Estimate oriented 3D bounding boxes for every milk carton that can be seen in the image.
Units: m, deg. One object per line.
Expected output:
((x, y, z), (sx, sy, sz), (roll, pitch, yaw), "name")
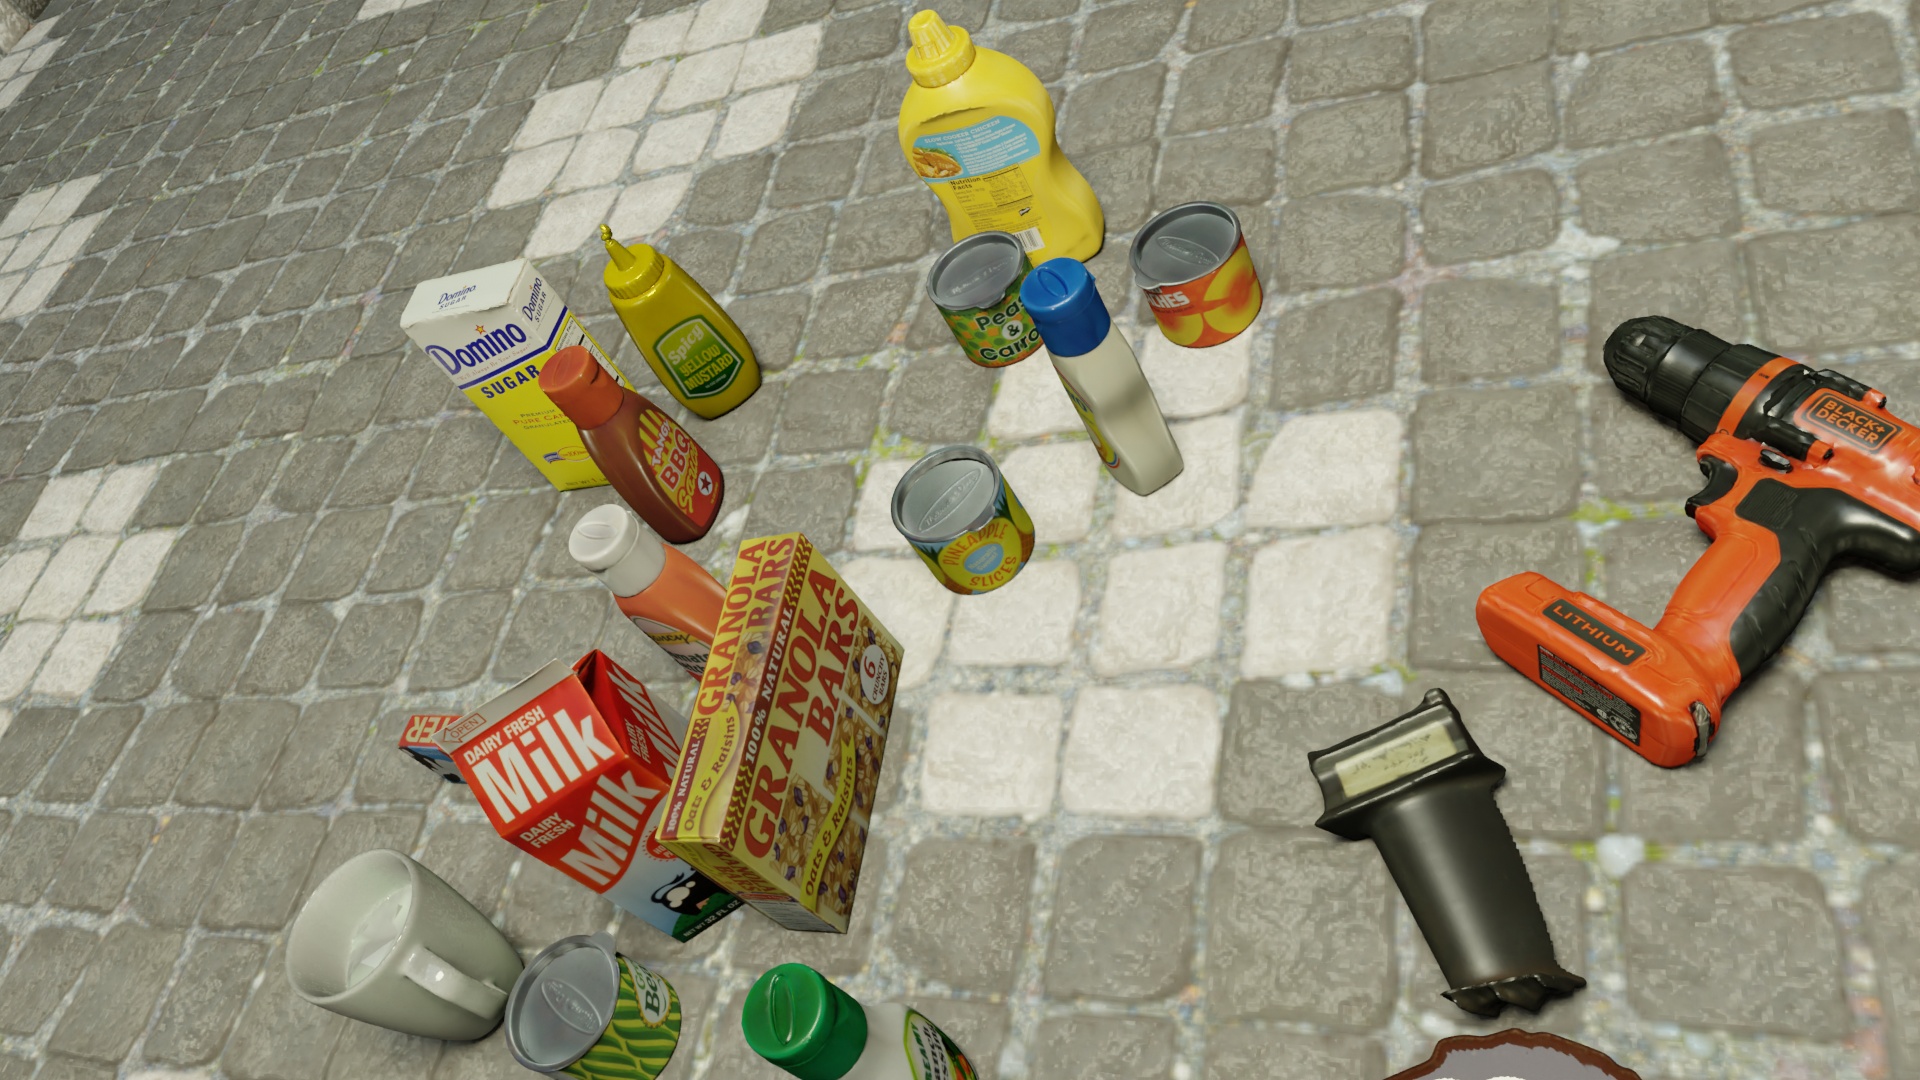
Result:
((-0.170, 0.122, 0.689), (0.072, 0.190, 0.074), (-33, 47, 3), "milk carton")

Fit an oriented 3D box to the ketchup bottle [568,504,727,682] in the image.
((-0.159, 0.034, 0.777), (0.064, 0.148, 0.044), (4, 59, 31), "ketchup bottle")

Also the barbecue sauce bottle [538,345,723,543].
((-0.206, -0.062, 0.874), (0.043, 0.148, 0.065), (-8, 53, 23), "barbecue sauce bottle")

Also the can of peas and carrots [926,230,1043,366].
((0.021, -0.151, 0.880), (0.071, 0.058, 0.071), (-14, 51, 19), "can of peas and carrots")

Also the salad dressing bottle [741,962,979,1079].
((-0.038, 0.217, 0.576), (0.044, 0.147, 0.064), (-23, 49, 12), "salad dressing bottle")

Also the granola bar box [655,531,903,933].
((-0.086, 0.098, 0.706), (0.039, 0.123, 0.166), (-6, 54, 25), "granola bar box")

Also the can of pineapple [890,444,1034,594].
((0.003, -0.010, 0.784), (0.071, 0.057, 0.071), (-14, 51, 19), "can of pineapple")

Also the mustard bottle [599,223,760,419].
((-0.195, -0.149, 0.925), (0.065, 0.159, 0.049), (-36, 47, 1), "mustard bottle")

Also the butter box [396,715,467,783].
((-0.282, 0.127, 0.838), (0.103, 0.053, 0.024), (-3, 56, 27), "butter box")

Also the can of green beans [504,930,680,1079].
((-0.183, 0.240, 0.697), (0.071, 0.057, 0.071), (-14, 51, 19), "can of green beans")

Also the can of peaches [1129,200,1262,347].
((0.138, -0.155, 0.820), (0.071, 0.058, 0.071), (-14, 51, 19), "can of peaches")

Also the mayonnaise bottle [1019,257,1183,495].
((0.075, -0.088, 0.743), (0.041, 0.147, 0.065), (-35, 47, 1), "mayonnaise bottle")
